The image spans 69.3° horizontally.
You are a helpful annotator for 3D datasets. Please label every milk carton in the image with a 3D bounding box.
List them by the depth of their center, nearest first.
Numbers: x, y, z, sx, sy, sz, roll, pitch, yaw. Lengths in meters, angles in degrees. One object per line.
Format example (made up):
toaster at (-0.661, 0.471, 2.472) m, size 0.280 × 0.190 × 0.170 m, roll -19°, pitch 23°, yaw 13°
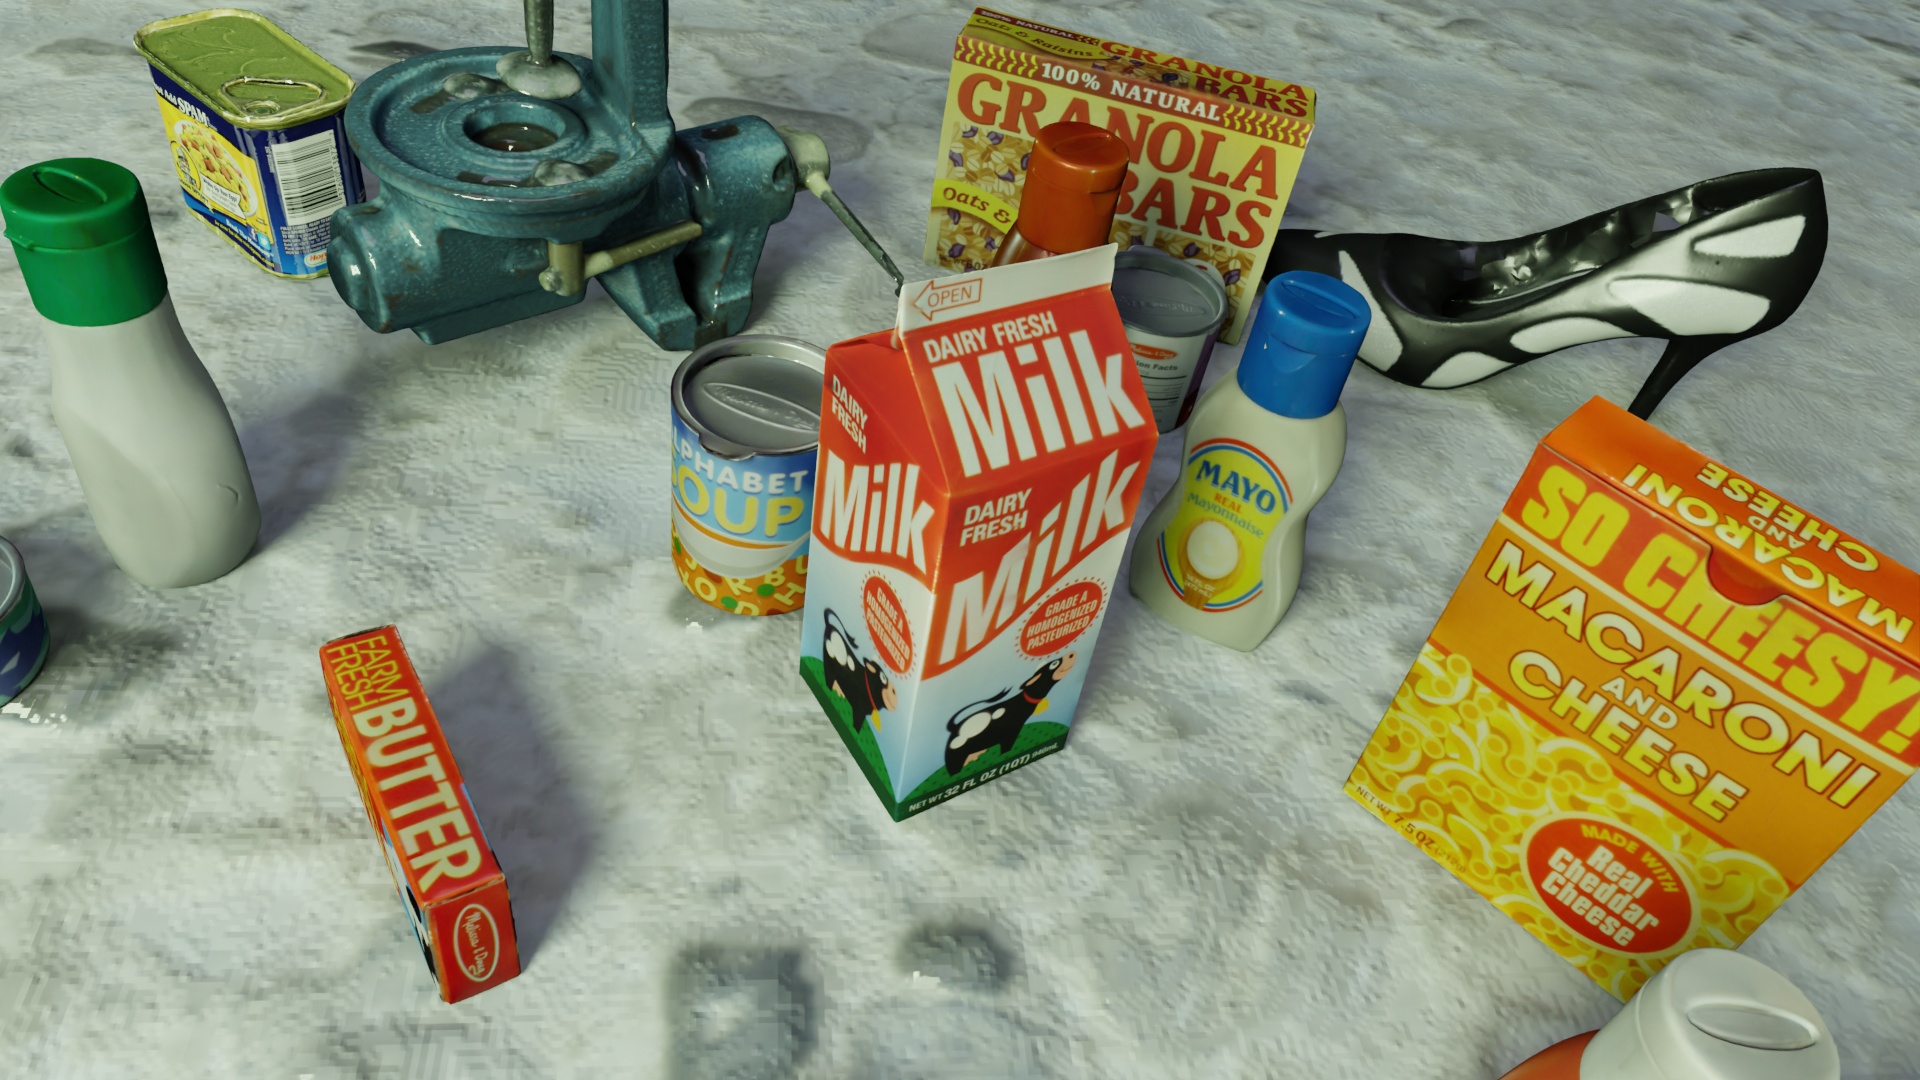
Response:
milk carton at (0.002, -0.005, 0.431) m, size 0.072 × 0.189 × 0.074 m, roll -18°, pitch 50°, yaw -28°

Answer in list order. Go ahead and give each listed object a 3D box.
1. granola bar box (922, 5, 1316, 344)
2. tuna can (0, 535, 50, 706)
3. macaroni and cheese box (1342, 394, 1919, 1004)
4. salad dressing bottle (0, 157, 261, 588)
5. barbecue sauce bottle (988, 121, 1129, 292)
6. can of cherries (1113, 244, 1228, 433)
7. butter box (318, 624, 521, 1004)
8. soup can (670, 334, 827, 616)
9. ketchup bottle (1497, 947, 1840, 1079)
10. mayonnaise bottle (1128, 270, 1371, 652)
granola bar box at (0.073, -0.175, 0.673) m, size 0.166 × 0.123 × 0.039 m, roll 16°, pitch 43°, yaw 5°
tuna can at (-0.330, 0.030, 0.438) m, size 0.071 × 0.032 × 0.071 m, roll 6°, pitch 43°, yaw -6°
macaroni and cheese box at (0.204, 0.057, 0.426) m, size 0.124 × 0.165 × 0.040 m, roll 37°, pitch 49°, yaw 25°
salad dressing bottle at (-0.268, -0.050, 0.451) m, size 0.064 × 0.146 × 0.044 m, roll 28°, pitch 45°, yaw 17°
barbecue sauce bottle at (0.034, -0.094, 0.562) m, size 0.065 × 0.147 × 0.044 m, roll -24°, pitch 54°, yaw -32°
can of cherries at (0.083, -0.092, 0.636) m, size 0.071 × 0.058 × 0.072 m, roll 6°, pitch 43°, yaw -6°
butter box at (-0.160, 0.078, 0.408) m, size 0.024 × 0.052 × 0.104 m, roll -18°, pitch 51°, yaw -28°
soup can at (-0.074, -0.021, 0.509) m, size 0.071 × 0.083 × 0.072 m, roll 6°, pitch 43°, yaw -6°
ketchup bottle at (0.148, 0.149, 0.330) m, size 0.065 × 0.148 × 0.044 m, roll 8°, pitch 43°, yaw -4°
mayonnaise bottle at (0.107, -0.027, 0.507) m, size 0.065 × 0.147 × 0.041 m, roll 30°, pitch 46°, yaw 18°
